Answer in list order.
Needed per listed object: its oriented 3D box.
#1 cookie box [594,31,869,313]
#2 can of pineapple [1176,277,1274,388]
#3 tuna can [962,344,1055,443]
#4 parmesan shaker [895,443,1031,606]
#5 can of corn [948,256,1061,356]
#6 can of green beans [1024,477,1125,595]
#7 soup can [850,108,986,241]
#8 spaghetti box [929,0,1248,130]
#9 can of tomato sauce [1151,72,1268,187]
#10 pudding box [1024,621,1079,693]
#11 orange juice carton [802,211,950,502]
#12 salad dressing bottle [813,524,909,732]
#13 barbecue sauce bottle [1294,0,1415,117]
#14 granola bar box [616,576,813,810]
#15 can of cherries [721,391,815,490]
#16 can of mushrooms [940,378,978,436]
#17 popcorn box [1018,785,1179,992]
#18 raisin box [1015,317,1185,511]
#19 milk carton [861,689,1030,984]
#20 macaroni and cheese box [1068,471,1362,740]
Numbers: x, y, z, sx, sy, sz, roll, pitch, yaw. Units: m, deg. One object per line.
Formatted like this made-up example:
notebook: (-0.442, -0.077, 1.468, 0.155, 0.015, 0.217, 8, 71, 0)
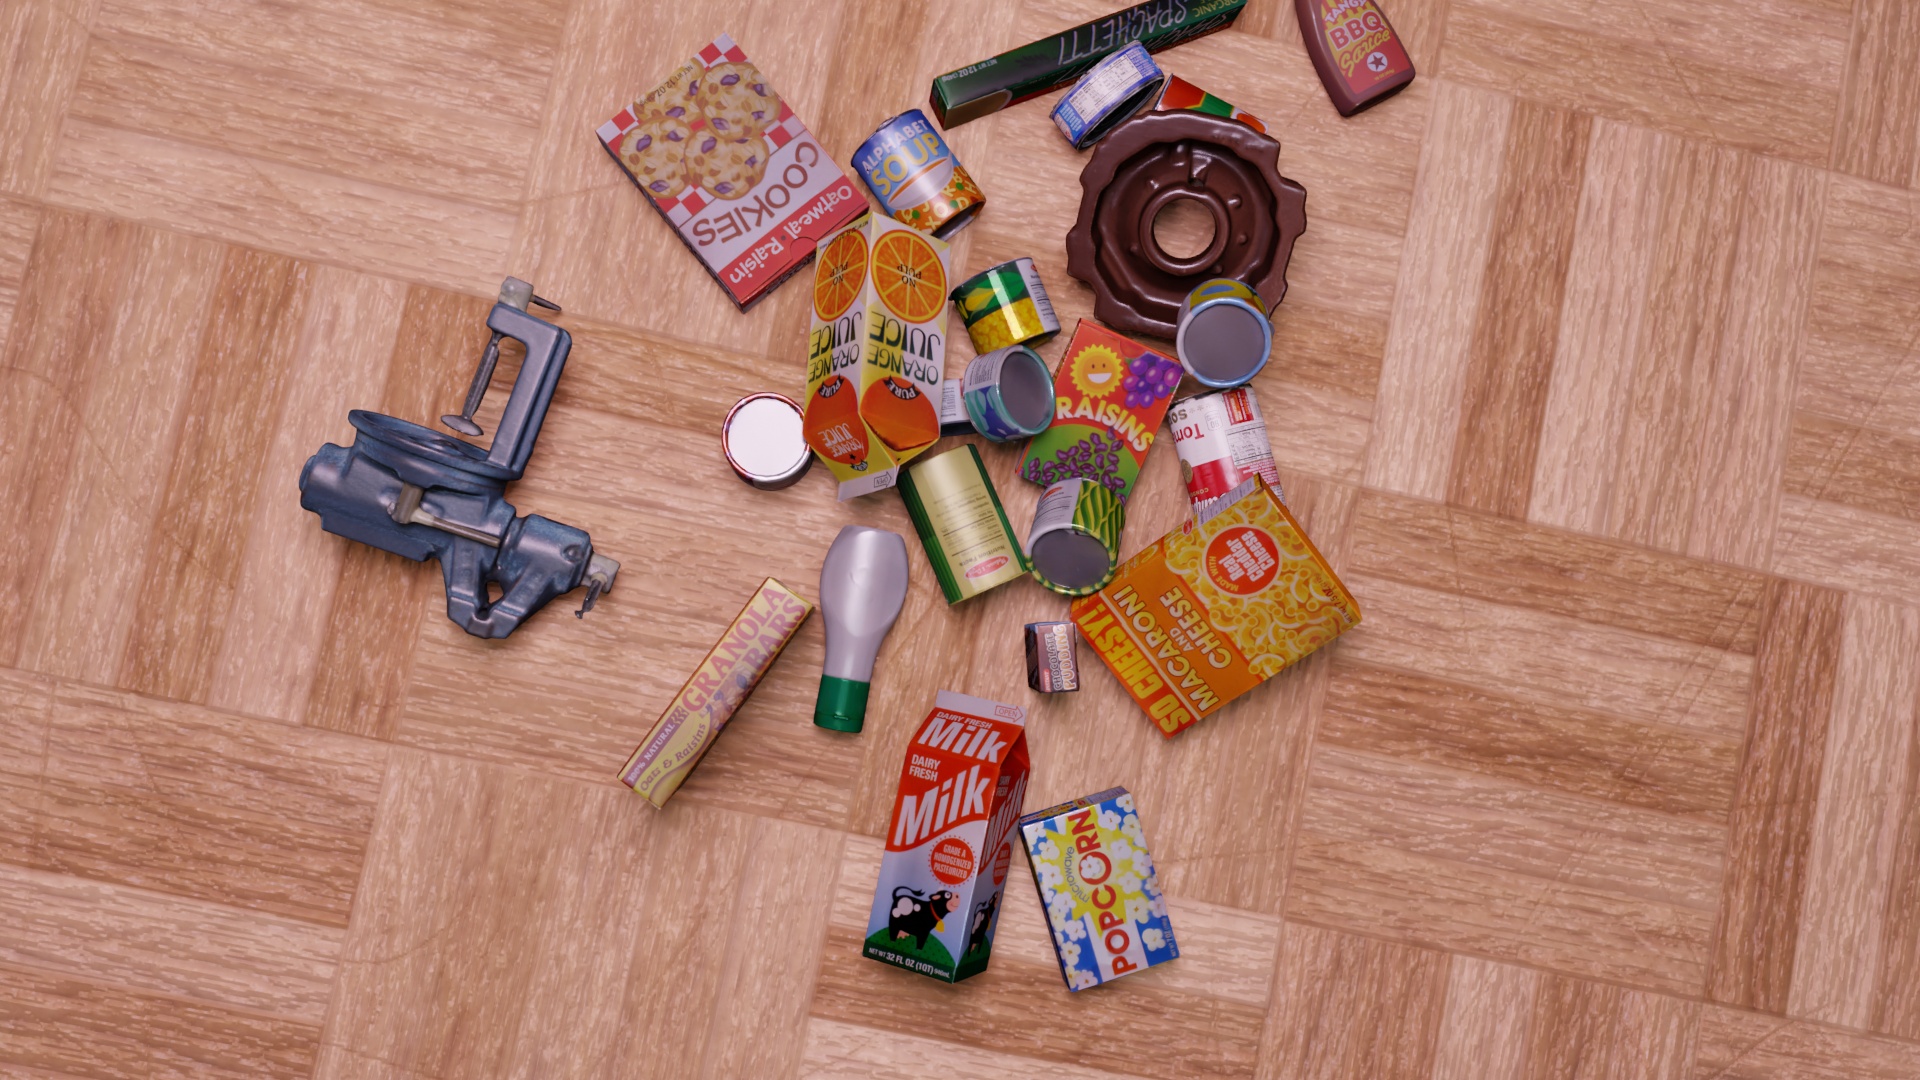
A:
cookie box: (-0.168, -0.272, 1.032, 0.123, 0.040, 0.167, -40, 90, -6)
can of pineapple: (0.187, -0.147, 0.981, 0.071, 0.058, 0.070, 3, 114, 8)
tuna can: (0.037, -0.102, 0.984, 0.071, 0.032, 0.071, 12, 73, -45)
parmesan shaker: (0.004, -0.013, 1.013, 0.071, 0.071, 0.103, -23, 87, -5)
can of corn: (0.032, -0.168, 1.028, 0.071, 0.071, 0.058, -23, 88, -5)
can of green beans: (0.083, -0.002, 1.000, 0.071, 0.058, 0.071, 7, 128, 9)
soup can: (-0.031, -0.266, 1.027, 0.071, 0.071, 0.084, -37, 89, -6)
spaghetti box: (0.098, -0.373, 1.055, 0.250, 0.050, 0.028, -21, 90, -6)
can of tomato sauce: (0.180, -0.302, 1.047, 0.083, 0.071, 0.071, 26, 85, -3)
pudding box: (0.065, 0.083, 1.001, 0.030, 0.083, 0.049, -3, 87, -3)
orange juice carton: (-0.061, -0.125, 0.985, 0.073, 0.071, 0.193, 15, 71, -38)
salad dressing bottle: (-0.077, 0.064, 1.013, 0.064, 0.044, 0.147, 11, 86, -9)
barbecue sauce bottle: (0.291, -0.407, 1.076, 0.065, 0.043, 0.148, -27, 88, -5)
granola bar box: (-0.165, 0.101, 0.962, 0.039, 0.124, 0.165, 37, 84, -2)
can of cherries: (-0.141, -0.074, 1.010, 0.071, 0.058, 0.071, 0, 86, -4)
can of mushrooms: (0.001, -0.097, 1.021, 0.071, 0.071, 0.033, -6, 86, -5)
popcorn box: (0.100, 0.254, 1.014, 0.085, 0.038, 0.126, -16, 87, -5)
raisin box: (0.102, -0.091, 1.023, 0.086, 0.040, 0.123, 23, 101, -2)
milk carton: (-0.004, 0.205, 0.982, 0.072, 0.073, 0.190, 10, 84, 22)
macaroni and cheese box: (0.181, 0.049, 0.996, 0.166, 0.040, 0.123, -35, 100, 18)
